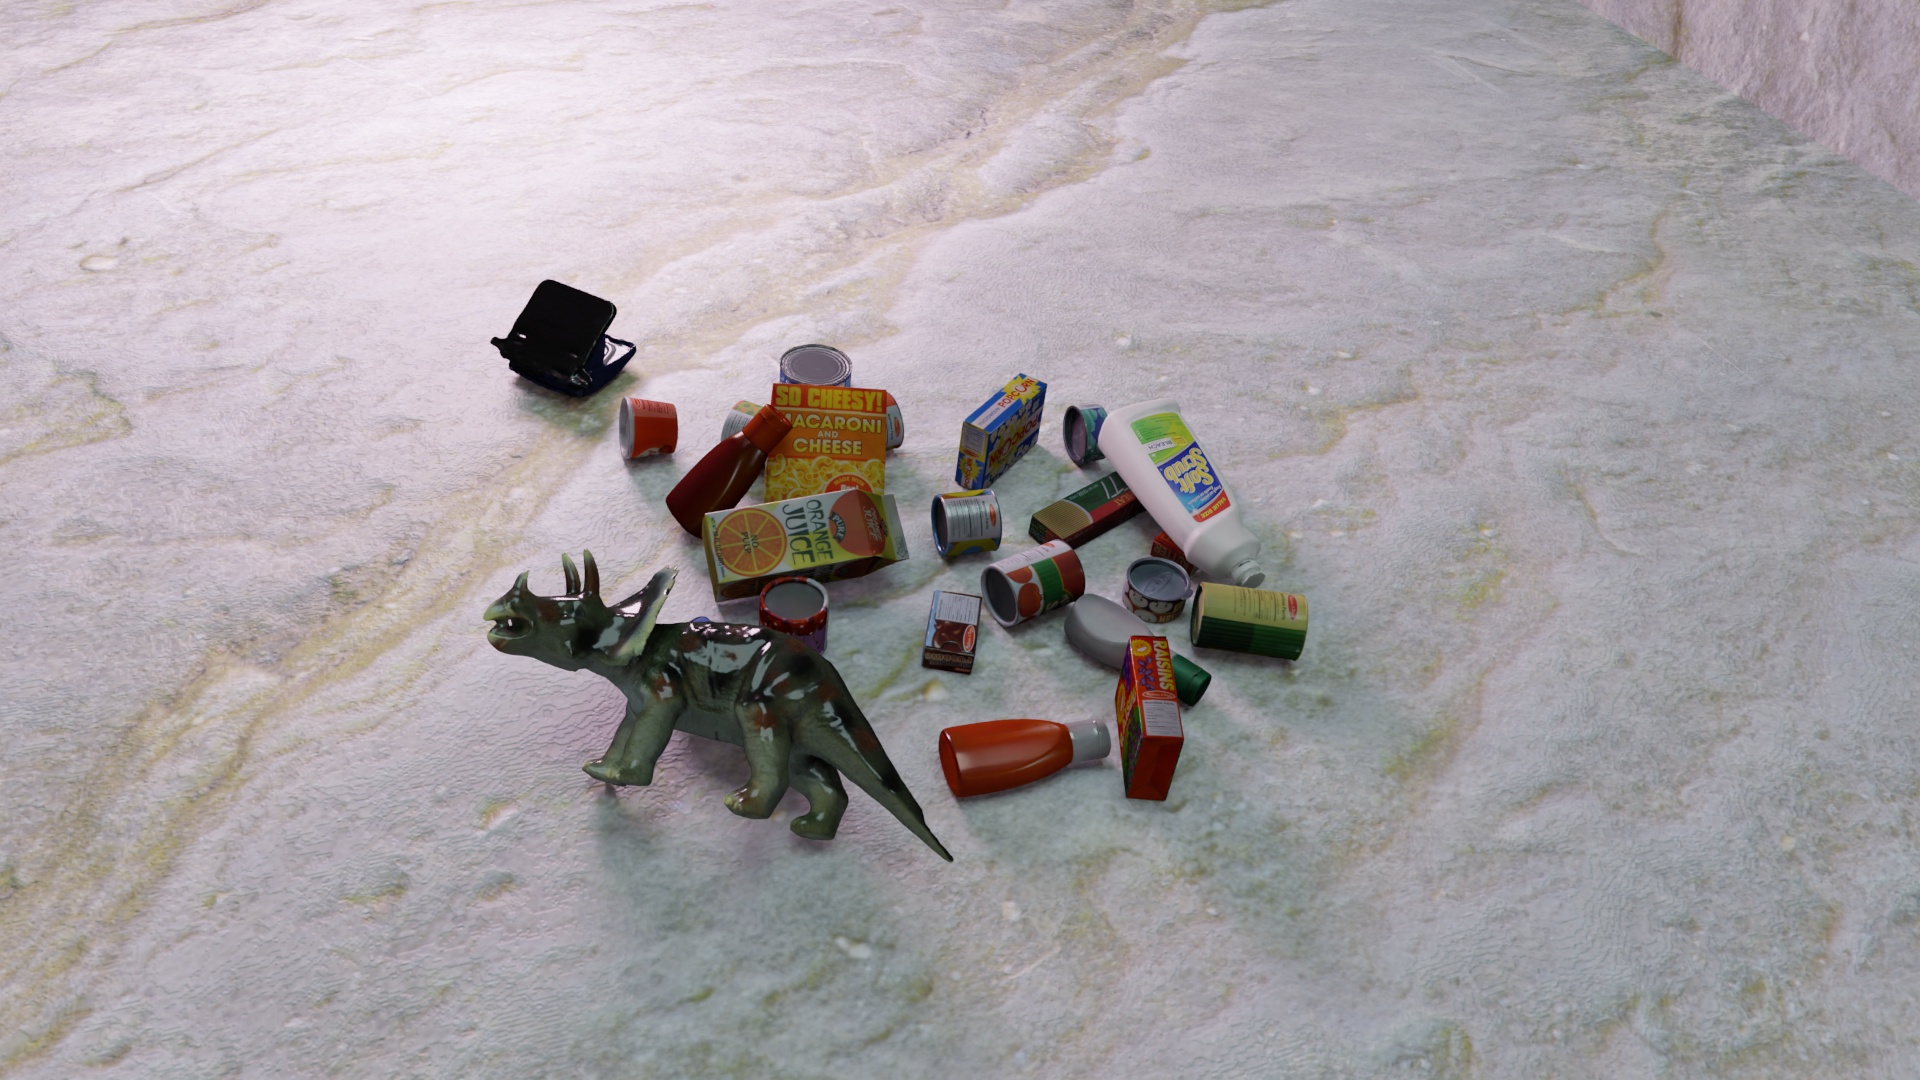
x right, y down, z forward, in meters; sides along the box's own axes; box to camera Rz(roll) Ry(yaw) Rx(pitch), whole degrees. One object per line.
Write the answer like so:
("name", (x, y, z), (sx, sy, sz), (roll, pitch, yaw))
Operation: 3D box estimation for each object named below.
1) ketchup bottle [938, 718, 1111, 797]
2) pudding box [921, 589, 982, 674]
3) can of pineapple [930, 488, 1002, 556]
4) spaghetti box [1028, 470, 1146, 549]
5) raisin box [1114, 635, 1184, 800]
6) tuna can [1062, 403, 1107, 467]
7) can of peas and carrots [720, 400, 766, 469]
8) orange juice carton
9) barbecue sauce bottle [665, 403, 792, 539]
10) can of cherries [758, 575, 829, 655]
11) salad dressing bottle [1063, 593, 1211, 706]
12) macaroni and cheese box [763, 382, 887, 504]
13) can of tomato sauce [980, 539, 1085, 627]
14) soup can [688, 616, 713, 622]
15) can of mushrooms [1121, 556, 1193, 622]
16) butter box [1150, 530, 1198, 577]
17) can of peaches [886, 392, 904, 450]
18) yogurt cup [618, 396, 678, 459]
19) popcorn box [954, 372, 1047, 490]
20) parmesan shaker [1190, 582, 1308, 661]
("ketchup bottle", (0.059, 0.185, 1.229), (0.149, 0.043, 0.065), (-7, 44, -17))
("pudding box", (-0.008, 0.087, 1.342), (0.050, 0.030, 0.084), (9, 41, -1))
("can of pineapple", (0.005, -0.018, 1.441), (0.058, 0.070, 0.071), (-6, 43, -17))
("spaghetti box", (0.181, -0.051, 1.536), (0.251, 0.028, 0.050), (-27, 53, -34))
("raisin box", (0.169, 0.158, 1.248), (0.040, 0.085, 0.124), (3, 41, -3))
("tuna can", (0.145, -0.120, 1.583), (0.033, 0.070, 0.071), (-7, 43, -19))
("can of peas and carrots", (-0.219, -0.114, 1.513), (0.059, 0.070, 0.071), (19, 42, 13))
("orange juice carton", (-0.150, 0.002, 1.355), (0.193, 0.072, 0.072), (-10, 75, -14))
("barbecue sauce bottle", (-0.233, -0.074, 1.411), (0.148, 0.043, 0.065), (-47, 55, 7))
("can of cherries", (-0.159, 0.076, 1.307), (0.071, 0.058, 0.072), (5, 40, -4))
("salad dressing bottle", (0.171, 0.106, 1.341), (0.148, 0.043, 0.064), (32, 44, 24))
("macaroni and cheese box", (-0.140, -0.078, 1.447), (0.124, 0.040, 0.167), (3, 70, -7))
("can of tomato sauce", (0.072, 0.044, 1.380), (0.083, 0.070, 0.071), (-20, 48, -28))
("soup can", (-0.212, 0.114, 1.248), (0.084, 0.071, 0.072), (26, 44, 19))
("can of mushrooms", (0.201, 0.052, 1.417), (0.071, 0.033, 0.071), (5, 40, -4))
("butter box", (0.254, -0.004, 1.497), (0.053, 0.024, 0.104), (32, 46, 24))
("can of peaches", (-0.104, -0.128, 1.549), (0.058, 0.070, 0.071), (-17, 47, -26))
("yogurt cup", (-0.337, -0.122, 1.502), (0.054, 0.072, 0.073), (-1, 41, -24))
("popcorn box", (0.045, -0.121, 1.549), (0.038, 0.084, 0.127), (26, 44, 21))
("parmesan shaker", (0.284, 0.078, 1.376), (0.103, 0.071, 0.072), (8, 41, 0))
